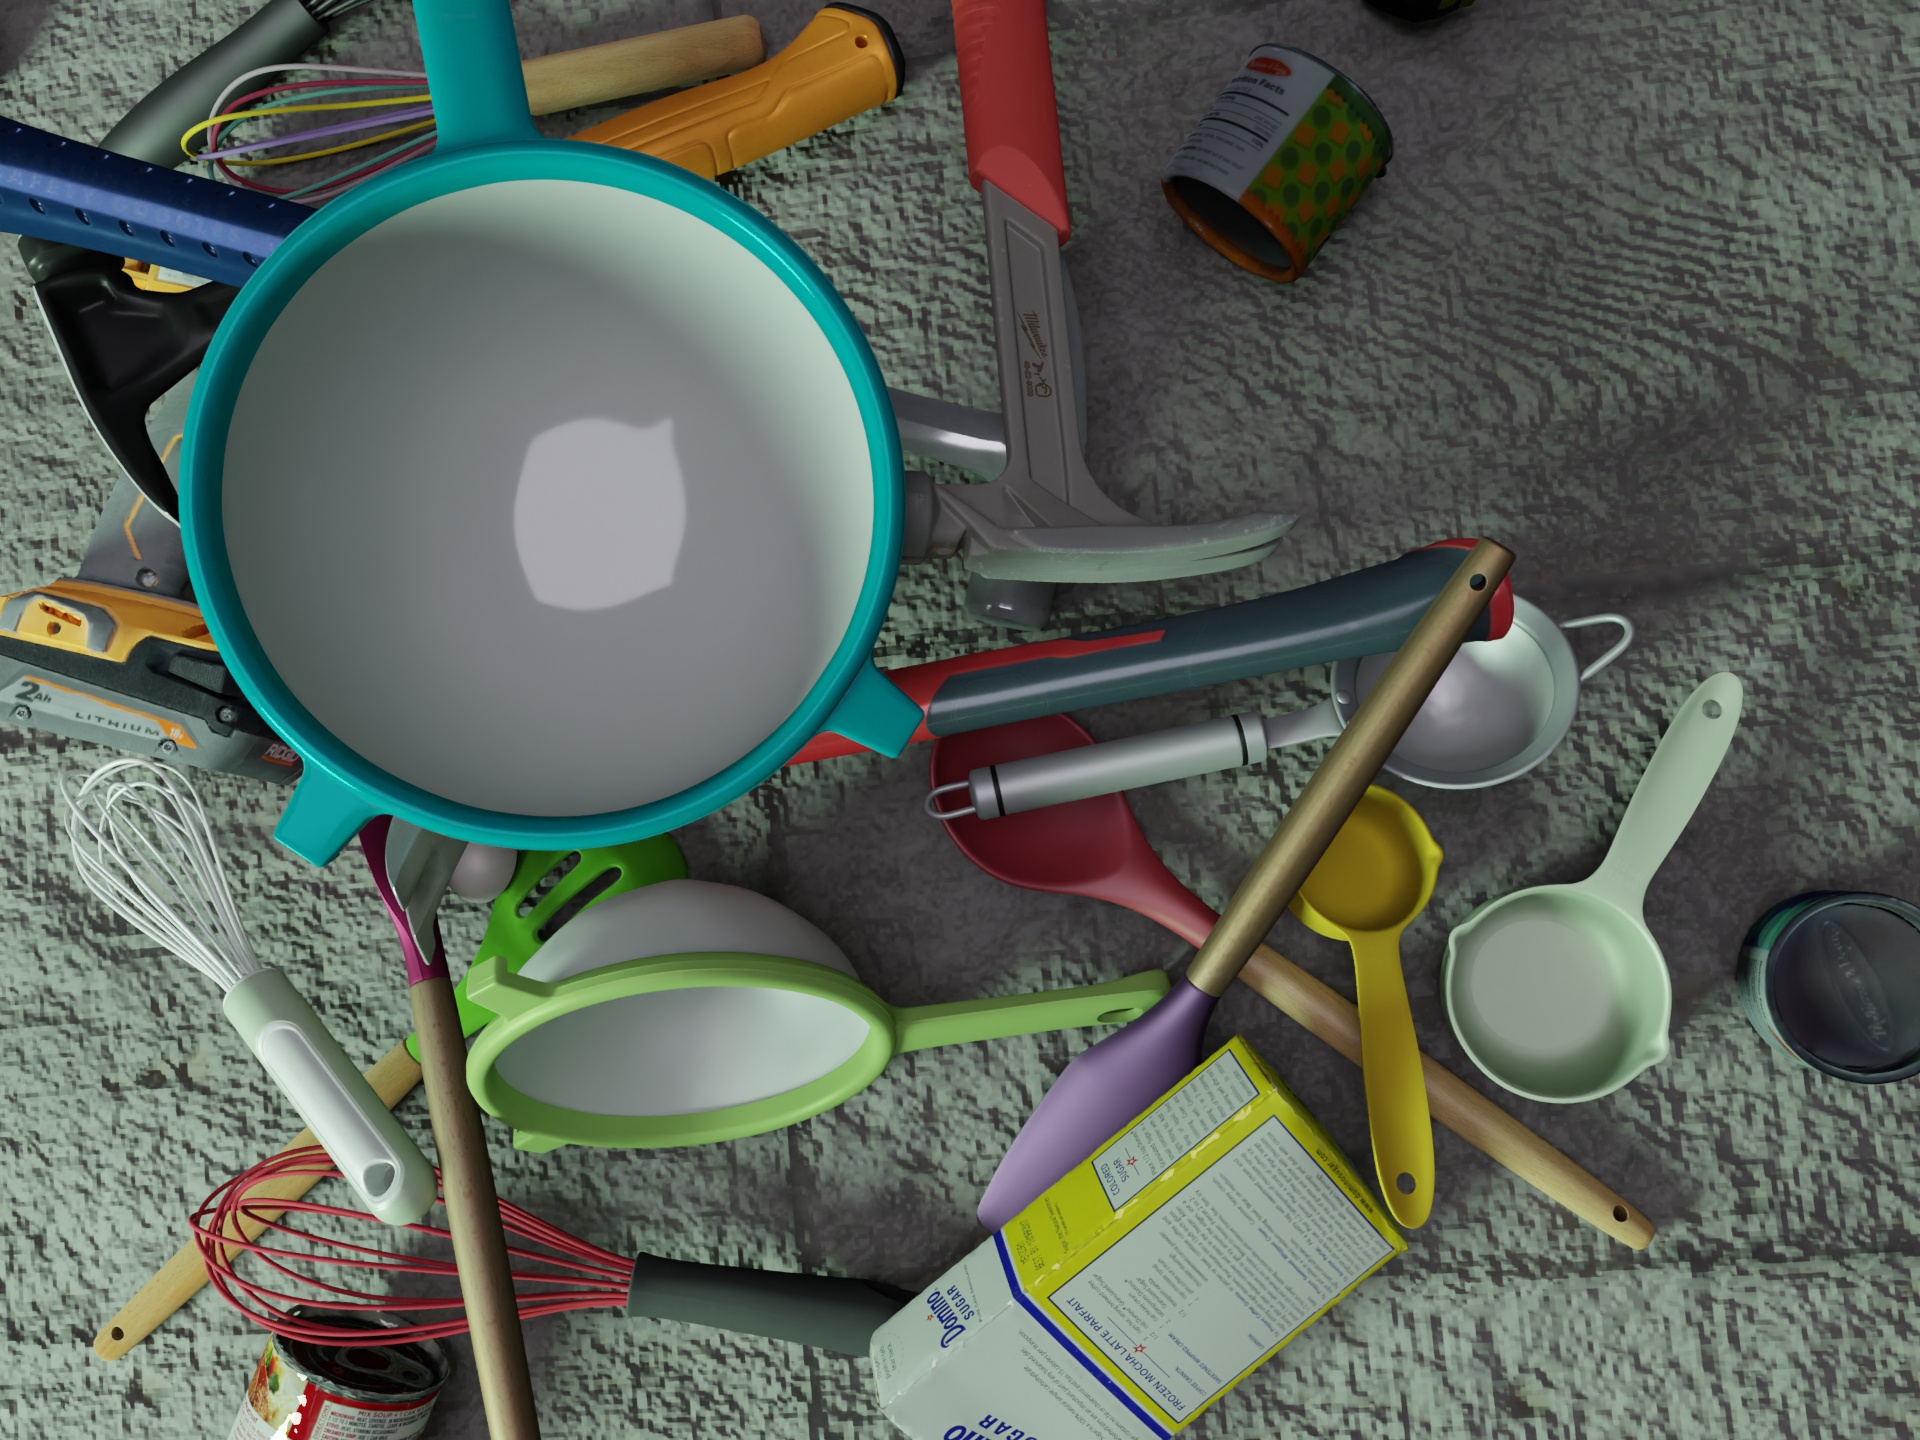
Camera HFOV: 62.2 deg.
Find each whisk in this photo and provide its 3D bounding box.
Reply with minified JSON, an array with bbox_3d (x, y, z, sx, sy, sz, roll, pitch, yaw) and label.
[{"bbox_3d":[-0.274,0.098,0.606,0.246,0.059,0.058,41,88,24],"label":"whisk"},{"bbox_3d":[-0.201,-0.256,0.655,0.245,0.047,0.051,-11,62,3],"label":"whisk"},{"bbox_3d":[-0.142,0.209,0.597,0.296,0.073,0.073,9,87,0],"label":"whisk"},{"bbox_3d":[-0.277,-0.301,0.670,0.239,0.055,0.055,-36,82,7],"label":"whisk"}]

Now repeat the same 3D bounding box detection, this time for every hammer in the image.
[{"bbox_3d":[-0.172,-0.191,0.610,0.337,0.034,0.127,-26,82,-10],"label":"hammer"},{"bbox_3d":[-0.144,-0.148,0.574,0.405,0.035,0.144,13,86,-13],"label":"hammer"},{"bbox_3d":[0.028,-0.221,0.589,0.149,0.036,0.359,-1,72,-10],"label":"hammer"},{"bbox_3d":[-0.001,-0.002,0.550,0.386,0.143,0.038,-11,118,4],"label":"hammer"}]

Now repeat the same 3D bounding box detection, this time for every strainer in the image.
[{"bbox_3d":[-0.138,-0.130,0.512,0.211,0.095,0.340,-11,90,-7],"label":"strainer"},{"bbox_3d":[-0.050,0.094,0.590,0.256,0.151,0.069,-5,56,-11],"label":"strainer"},{"bbox_3d":[0.113,0.004,0.580,0.258,0.050,0.087,-12,58,1],"label":"strainer"}]

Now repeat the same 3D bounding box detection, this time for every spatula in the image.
[{"bbox_3d":[0.101,0.074,0.561,0.060,0.018,0.316,30,107,3],"label":"spatula"}]

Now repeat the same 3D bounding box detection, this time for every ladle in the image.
[{"bbox_3d":[0.120,0.096,0.592,0.315,0.031,0.069,35,74,7],"label":"ladle"}]

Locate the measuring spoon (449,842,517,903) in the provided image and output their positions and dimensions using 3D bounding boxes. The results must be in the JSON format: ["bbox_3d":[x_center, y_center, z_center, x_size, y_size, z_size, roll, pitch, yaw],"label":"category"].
[{"bbox_3d":[-0.195,0.011,0.637,0.034,0.018,0.124,-12,73,29],"label":"measuring spoon"}]

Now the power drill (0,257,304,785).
[{"bbox_3d":[-0.275,-0.091,0.638,0.185,0.084,0.226,13,83,4],"label":"power drill"}]

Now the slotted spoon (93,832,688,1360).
[{"bbox_3d":[-0.234,0.152,0.637,0.314,0.031,0.070,-43,81,4],"label":"slotted spoon"}]

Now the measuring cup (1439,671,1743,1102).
[{"bbox_3d":[0.234,0.058,0.575,0.083,0.038,0.167,29,88,9],"label":"measuring cup"}]

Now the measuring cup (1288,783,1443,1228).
[{"bbox_3d":[0.147,0.101,0.572,0.062,0.029,0.157,-2,75,-8],"label":"measuring cup"}]

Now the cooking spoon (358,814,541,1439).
[{"bbox_3d":[-0.188,0.120,0.581,0.017,0.068,0.319,-18,68,-2],"label":"cooking spoon"}]

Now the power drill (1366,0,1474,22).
[{"bbox_3d":[0.257,-0.344,0.585,0.223,0.080,0.171,-10,84,4],"label":"power drill"}]
